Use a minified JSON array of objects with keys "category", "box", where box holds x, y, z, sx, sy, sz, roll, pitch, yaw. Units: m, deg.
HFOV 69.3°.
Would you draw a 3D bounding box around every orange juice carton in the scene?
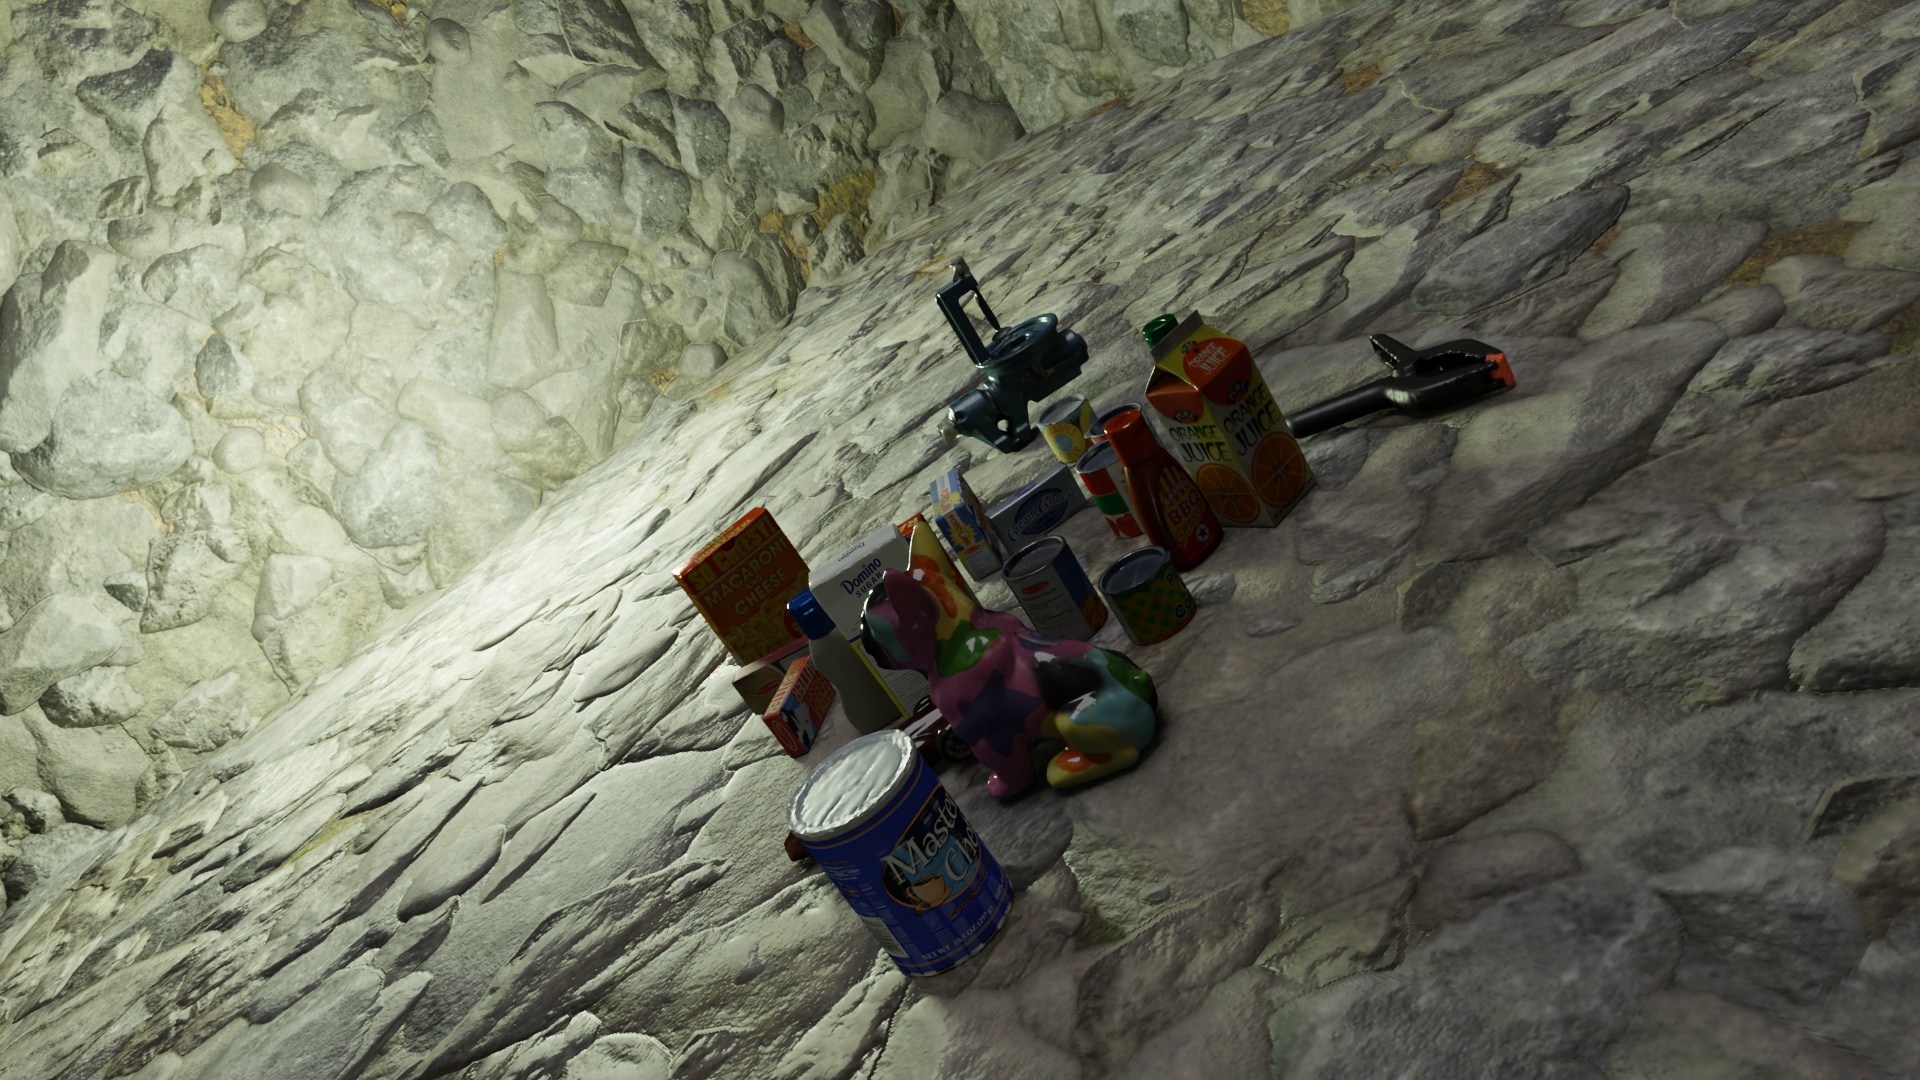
[{"category":"orange juice carton","box":[0.233,-0.108,1.239,0.072,0.192,0.073,-43,22,-25]}]

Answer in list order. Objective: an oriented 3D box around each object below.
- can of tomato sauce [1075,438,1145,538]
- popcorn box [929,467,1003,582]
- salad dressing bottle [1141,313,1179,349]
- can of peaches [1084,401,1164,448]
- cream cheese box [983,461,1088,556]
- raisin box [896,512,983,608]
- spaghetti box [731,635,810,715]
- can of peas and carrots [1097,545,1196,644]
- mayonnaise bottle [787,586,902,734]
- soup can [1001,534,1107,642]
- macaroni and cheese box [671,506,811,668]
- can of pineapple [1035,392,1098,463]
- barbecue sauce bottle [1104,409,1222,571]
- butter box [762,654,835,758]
[{"category":"can of tomato sauce","box":[0.162,-0.054,1.376,0.071,0.083,0.071,-28,21,12]},{"category":"popcorn box","box":[0.005,-0.019,1.520,0.038,0.085,0.127,-30,20,8]},{"category":"salad dressing bottle","box":[0.235,-0.161,1.421,0.044,0.147,0.064,-40,21,-19]},{"category":"can of peaches","box":[0.179,-0.107,1.509,0.071,0.058,0.071,-28,21,12]},{"category":"cream cheese box","box":[0.082,-0.034,1.489,0.104,0.053,0.024,-35,20,-7]},{"category":"raisin box","box":[-0.043,0.046,1.387,0.086,0.123,0.040,-30,20,7]},{"category":"spaghetti box","box":[-0.123,0.109,1.465,0.250,0.050,0.029,-28,21,13]},{"category":"can of peas and carrots","box":[0.162,0.046,1.185,0.071,0.058,0.071,-28,21,12]},{"category":"mayonnaise bottle","box":[-0.107,0.109,1.301,0.065,0.147,0.041,-31,20,4]},{"category":"soup can","box":[0.086,0.046,1.258,0.071,0.083,0.071,-28,21,12]},{"category":"macaroni and cheese box","box":[-0.221,0.065,1.541,0.124,0.166,0.040,-41,21,-21]},{"category":"can of pineapple","box":[0.130,-0.131,1.632,0.071,0.057,0.071,-28,21,12]},{"category":"barbecue sauce bottle","box":[0.178,-0.047,1.243,0.065,0.148,0.043,-44,23,-27]},{"category":"butter box","box":[-0.160,0.165,1.389,0.024,0.053,0.104,-23,22,24]}]
